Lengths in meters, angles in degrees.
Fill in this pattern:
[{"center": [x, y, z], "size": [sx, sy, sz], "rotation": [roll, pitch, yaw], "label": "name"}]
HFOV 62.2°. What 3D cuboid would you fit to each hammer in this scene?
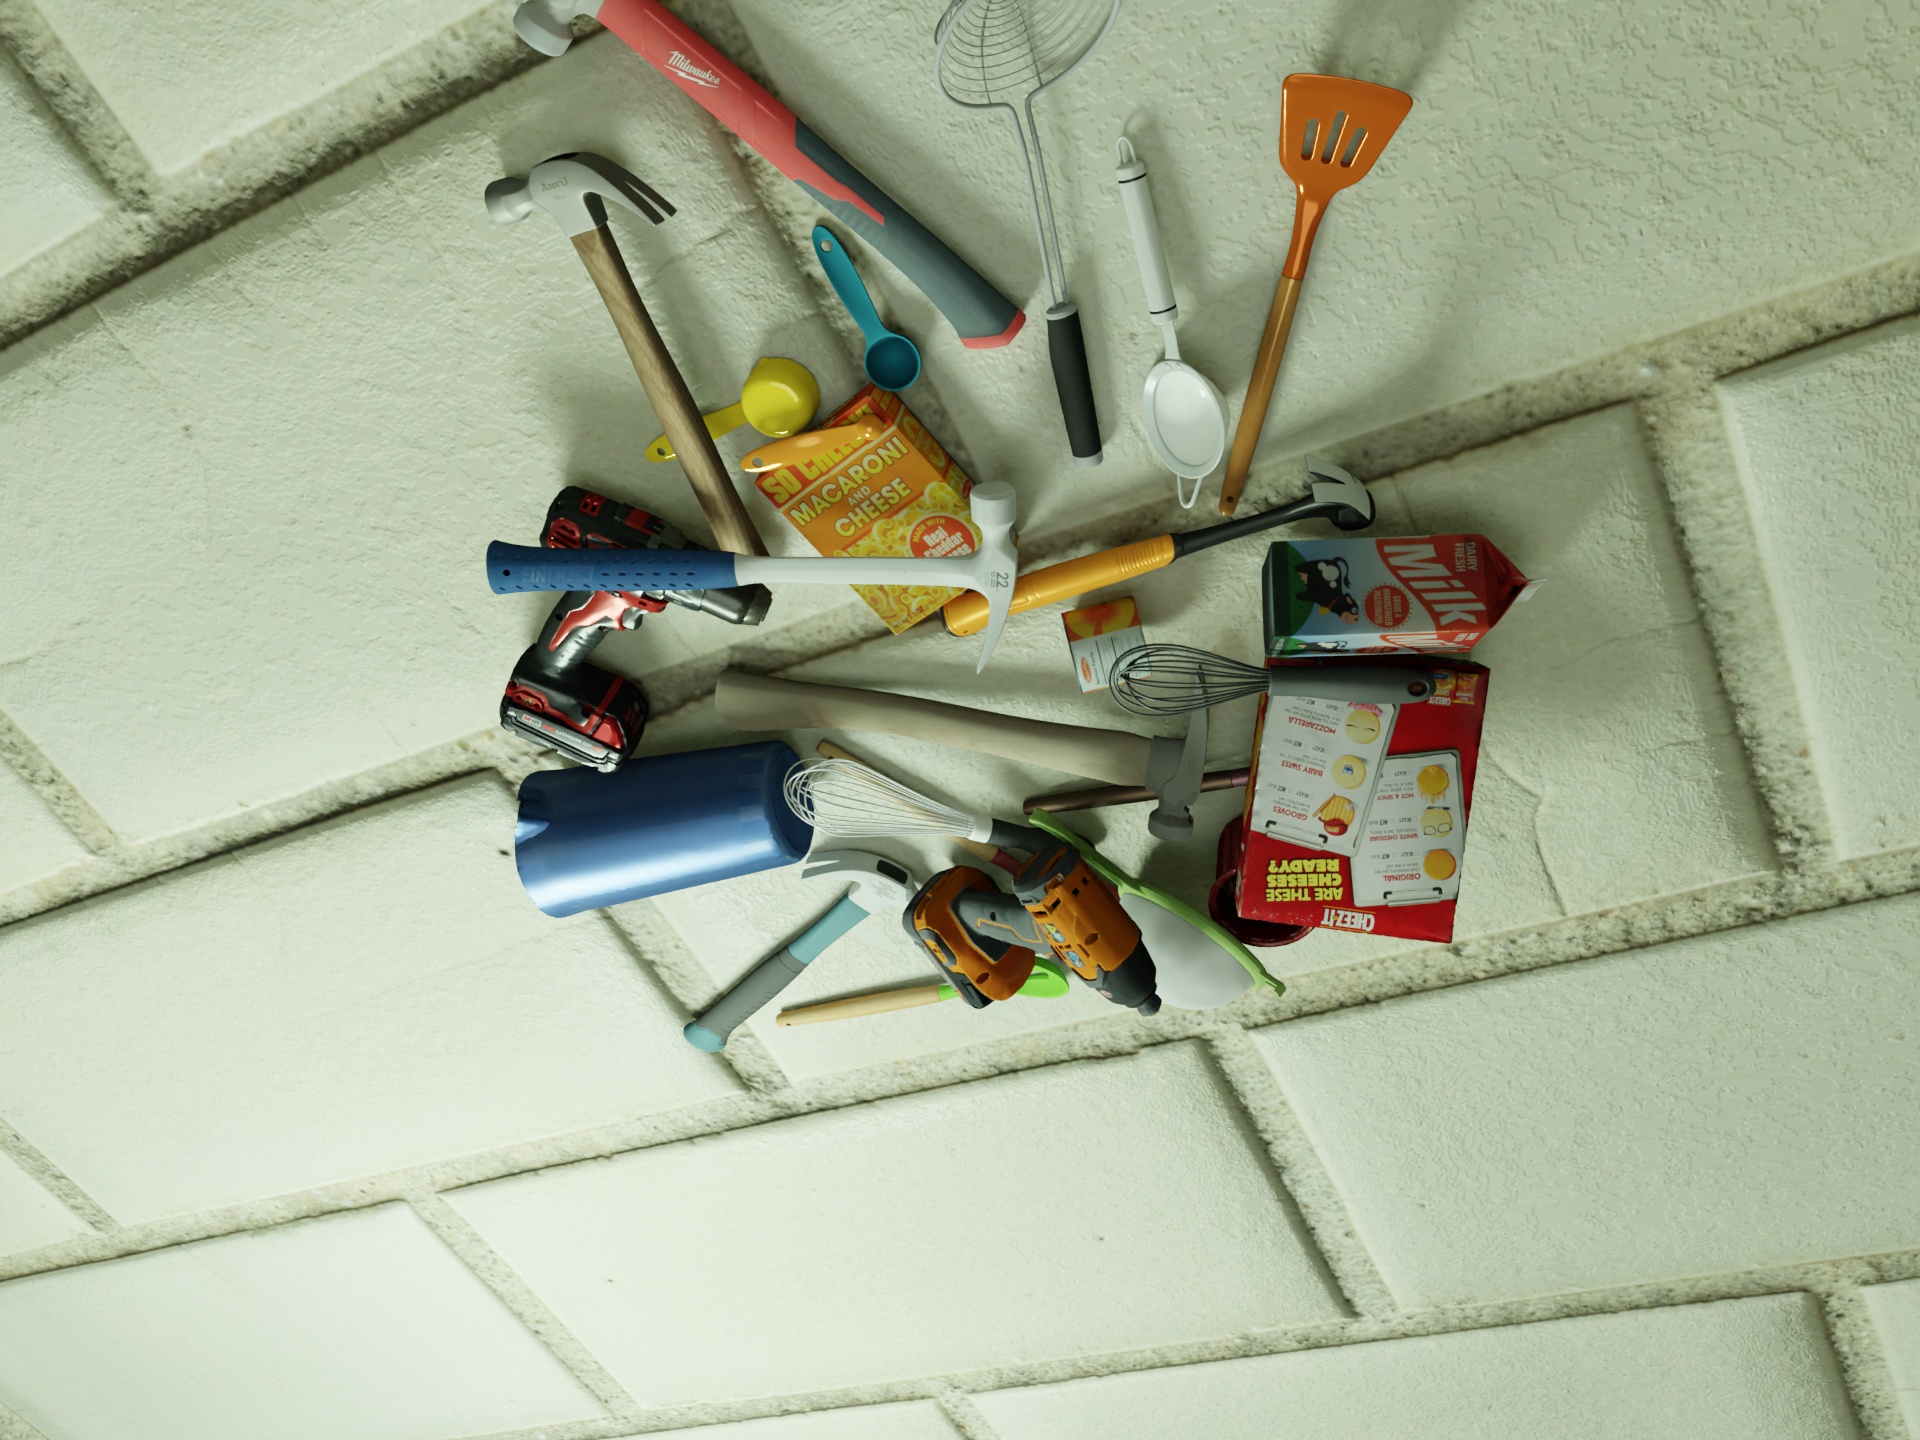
[{"center": [-0.219, -0.253, 1.167], "size": [0.130, 0.031, 0.331], "rotation": [-6, 123, 30], "label": "hammer"}, {"center": [-0.158, -0.109, 1.206], "size": [0.405, 0.035, 0.144], "rotation": [1, 118, 7], "label": "hammer"}, {"center": [0.130, -0.121, 1.180], "size": [0.337, 0.127, 0.034], "rotation": [-16, 80, 27], "label": "hammer"}, {"center": [-0.002, -0.004, 1.313], "size": [0.410, 0.038, 0.146], "rotation": [9, 111, 9], "label": "hammer"}, {"center": [-0.160, 0.231, 1.523], "size": [0.128, 0.033, 0.331], "rotation": [37, 124, -16], "label": "hammer"}, {"center": [-0.102, -0.393, 1.061], "size": [0.386, 0.038, 0.143], "rotation": [36, 122, -15], "label": "hammer"}]

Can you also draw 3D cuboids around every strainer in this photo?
[{"center": [0.144, 0.173, 1.349], "size": [0.256, 0.069, 0.151], "rotation": [39, 168, -16], "label": "strainer"}, {"center": [0.145, -0.274, 1.097], "size": [0.087, 0.050, 0.258], "rotation": [23, 138, 53], "label": "strainer"}]

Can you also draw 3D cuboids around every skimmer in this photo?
[{"center": [0.067, -0.319, 1.048], "size": [0.127, 0.090, 0.362], "rotation": [-23, 126, -11], "label": "skimmer"}]

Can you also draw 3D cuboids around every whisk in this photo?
[{"center": [0.228, -0.026, 1.168], "size": [0.239, 0.055, 0.055], "rotation": [2, 126, 3], "label": "whisk"}, {"center": [-0.014, 0.086, 1.354], "size": [0.284, 0.070, 0.070], "rotation": [14, 128, -16], "label": "whisk"}]

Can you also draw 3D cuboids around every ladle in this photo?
[{"center": [0.009, 0.104, 1.404], "size": [0.315, 0.031, 0.069], "rotation": [32, 128, -10], "label": "ladle"}]

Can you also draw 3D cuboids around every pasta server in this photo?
[{"center": [0.202, 0.048, 1.327], "size": [0.316, 0.040, 0.060], "rotation": [-10, 123, 22], "label": "pasta server"}]

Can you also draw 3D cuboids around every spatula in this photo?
[{"center": [0.219, -0.276, 1.080], "size": [0.081, 0.041, 0.322], "rotation": [12, 128, 2], "label": "spatula"}]

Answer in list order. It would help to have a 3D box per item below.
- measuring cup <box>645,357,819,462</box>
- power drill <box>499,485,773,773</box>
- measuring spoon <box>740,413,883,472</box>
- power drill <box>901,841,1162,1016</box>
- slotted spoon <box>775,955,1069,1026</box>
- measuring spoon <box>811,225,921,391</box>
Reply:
[{"center": [-0.178, -0.223, 1.203], "size": [0.156, 0.029, 0.062], "rotation": [-20, 119, 22], "label": "measuring cup"}, {"center": [-0.271, -0.067, 1.308], "size": [0.188, 0.080, 0.226], "rotation": [24, 123, -6], "label": "power drill"}, {"center": [-0.111, -0.200, 1.165], "size": [0.117, 0.011, 0.021], "rotation": [-13, 121, 19], "label": "measuring spoon"}, {"center": [0.065, 0.189, 1.346], "size": [0.164, 0.084, 0.226], "rotation": [52, 148, -14], "label": "power drill"}, {"center": [-0.042, 0.264, 1.528], "size": [0.314, 0.031, 0.070], "rotation": [-14, 136, 22], "label": "slotted spoon"}, {"center": [-0.069, -0.297, 1.141], "size": [0.042, 0.021, 0.128], "rotation": [-24, 108, 20], "label": "measuring spoon"}]
